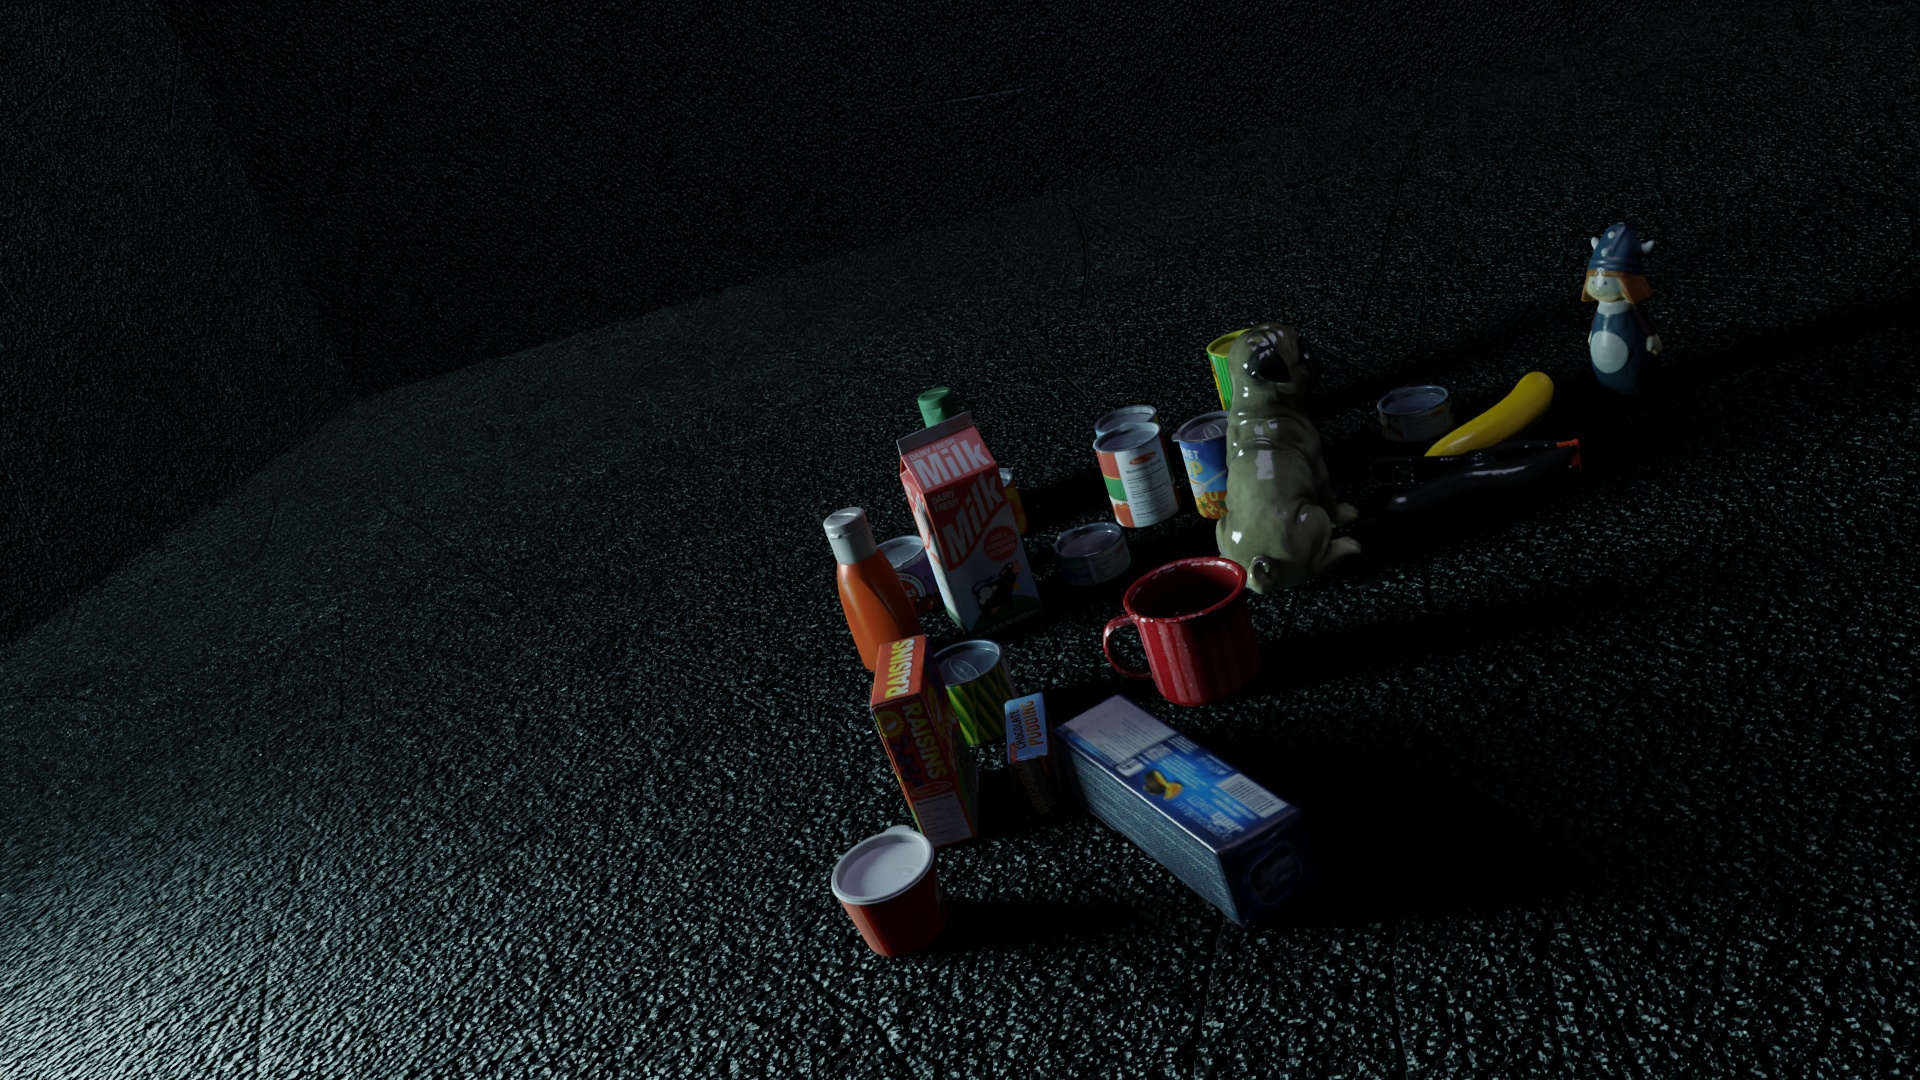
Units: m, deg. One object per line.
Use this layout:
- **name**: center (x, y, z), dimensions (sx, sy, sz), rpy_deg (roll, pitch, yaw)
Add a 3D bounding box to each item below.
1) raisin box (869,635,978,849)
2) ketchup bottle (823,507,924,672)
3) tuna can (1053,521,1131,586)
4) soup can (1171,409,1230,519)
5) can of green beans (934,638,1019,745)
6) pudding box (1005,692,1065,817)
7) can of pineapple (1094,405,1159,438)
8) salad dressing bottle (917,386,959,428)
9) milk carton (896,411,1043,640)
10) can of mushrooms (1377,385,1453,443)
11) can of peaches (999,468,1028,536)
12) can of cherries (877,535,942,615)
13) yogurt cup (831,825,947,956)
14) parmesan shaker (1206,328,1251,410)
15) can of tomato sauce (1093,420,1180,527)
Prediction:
- **raisin box**: center (-0.024, 0.141, 0.978), dimensions (0.040, 0.123, 0.086), rpy_deg (-16, 23, 9)
- **ketchup bottle**: center (-0.077, 0.044, 1.204), dimensions (0.064, 0.148, 0.044), rpy_deg (-2, 28, 36)
- **tuna can**: center (0.119, 0.012, 1.273), dimensions (0.071, 0.032, 0.071), rpy_deg (-16, 23, 7)
- **soup can**: center (0.242, -0.070, 1.298), dimensions (0.071, 0.083, 0.071), rpy_deg (-16, 23, 7)
- **can of green beans**: center (0.010, 0.119, 1.086), dimensions (0.071, 0.057, 0.071), rpy_deg (-16, 23, 7)
- **pudding box**: center (0.052, 0.151, 0.989), dimensions (0.030, 0.049, 0.084), rpy_deg (-16, 23, 8)
- **can of pineapple**: center (0.179, -0.101, 1.451), dimensions (0.071, 0.057, 0.071), rpy_deg (-16, 23, 7)
- **salad dressing bottle**: center (-0.005, -0.086, 1.443), dimensions (0.064, 0.147, 0.044), rpy_deg (-11, 24, 20)
- **milk carton**: center (0.004, -0.015, 1.221), dimensions (0.072, 0.189, 0.073), rpy_deg (-24, 23, -11)
- **can of mushrooms**: center (0.435, -0.122, 1.329), dimensions (0.071, 0.033, 0.071), rpy_deg (-16, 23, 7)
- **can of peaches**: center (0.032, -0.032, 1.409), dimensions (0.071, 0.058, 0.071), rpy_deg (-16, 23, 7)
- **can of cherries**: center (-0.056, 0.037, 1.320), dimensions (0.071, 0.058, 0.072), rpy_deg (-16, 23, 7)
- **yogurt cup**: center (-0.042, 0.227, 0.887), dimensions (0.072, 0.053, 0.073), rpy_deg (-16, 23, 7)
- **parmesan shaker**: center (0.296, -0.156, 1.425), dimensions (0.071, 0.102, 0.071), rpy_deg (-16, 23, 7)
- **can of tomato sauce**: center (0.171, -0.064, 1.341), dimensions (0.071, 0.082, 0.071), rpy_deg (-16, 23, 7)
